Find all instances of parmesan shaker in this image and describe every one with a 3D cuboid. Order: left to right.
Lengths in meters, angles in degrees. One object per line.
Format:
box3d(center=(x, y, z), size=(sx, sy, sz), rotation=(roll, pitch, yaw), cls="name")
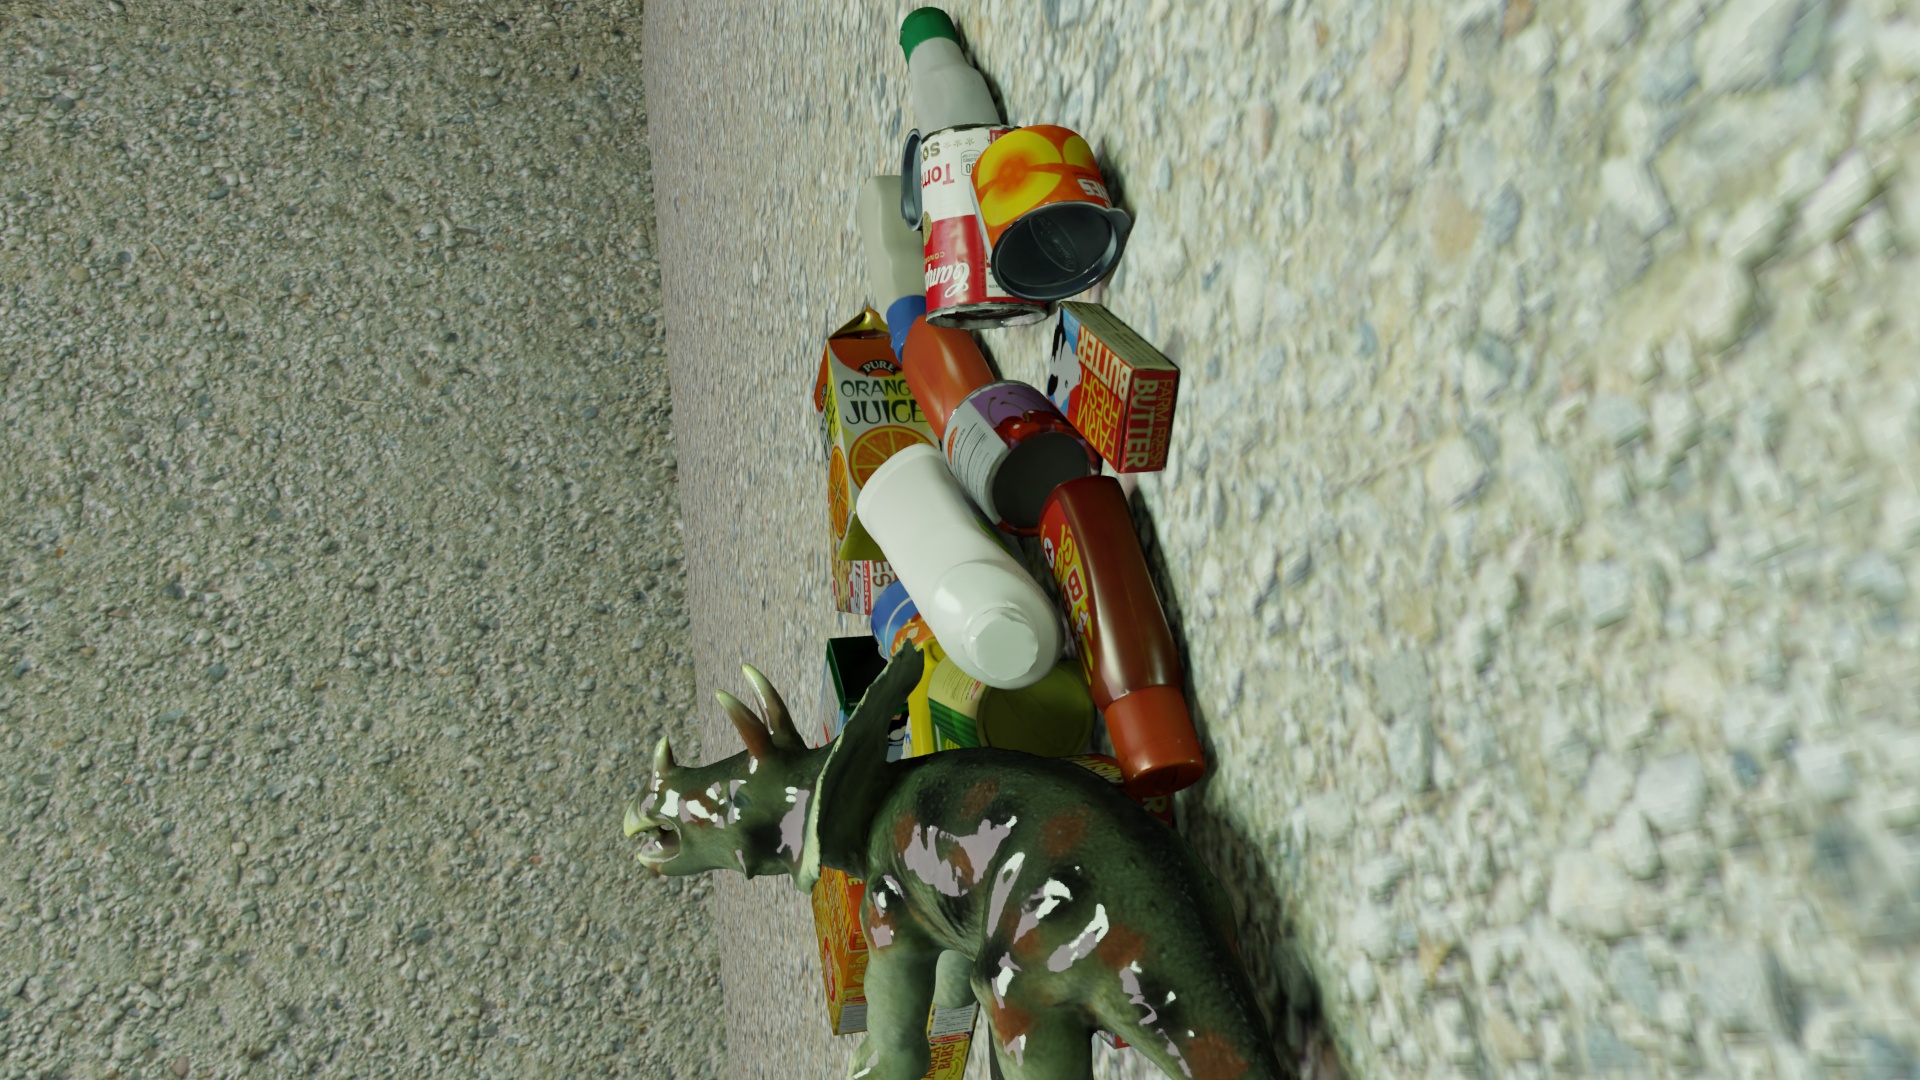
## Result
box3d(center=(0.028, 0.091, 0.780), size=(0.103, 0.071, 0.071), rotation=(180, 87, -74), cls="parmesan shaker")

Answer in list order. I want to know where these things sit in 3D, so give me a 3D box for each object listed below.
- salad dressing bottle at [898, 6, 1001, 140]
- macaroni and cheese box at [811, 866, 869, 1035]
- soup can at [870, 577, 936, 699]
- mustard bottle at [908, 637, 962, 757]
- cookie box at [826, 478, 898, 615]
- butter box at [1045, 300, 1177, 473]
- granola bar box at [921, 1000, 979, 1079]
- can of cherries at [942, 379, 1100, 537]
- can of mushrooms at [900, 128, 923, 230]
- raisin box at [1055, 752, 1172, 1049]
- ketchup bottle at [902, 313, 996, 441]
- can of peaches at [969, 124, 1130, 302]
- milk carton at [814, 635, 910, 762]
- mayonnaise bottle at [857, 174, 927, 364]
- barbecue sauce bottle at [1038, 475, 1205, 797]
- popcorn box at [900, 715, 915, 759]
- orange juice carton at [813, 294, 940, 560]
box3d(center=(-0.008, -0.279, 0.870), size=(0.064, 0.044, 0.148), rotation=(104, 157, -50), cls="salad dressing bottle")
box3d(center=(-0.084, 0.290, 1.087), size=(0.165, 0.040, 0.124), rotation=(103, 158, -44), cls="macaroni and cheese box")
box3d(center=(-0.020, 0.070, 0.923), size=(0.084, 0.071, 0.071), rotation=(-126, 36, -60), cls="soup can")
box3d(center=(0.002, 0.138, 0.883), size=(0.049, 0.065, 0.159), rotation=(-118, 23, -63), cls="mustard bottle")
box3d(center=(-0.074, -0.002, 1.146), size=(0.167, 0.040, 0.123), rotation=(174, 92, -74), cls="cookie box")
box3d(center=(0.071, -0.076, 0.671), size=(0.104, 0.024, 0.053), rotation=(-122, 34, -58), cls="butter box")
box3d(center=(-0.032, 0.313, 1.060), size=(0.166, 0.039, 0.123), rotation=(-112, 25, -49), cls="granola bar box")
box3d(center=(0.034, -0.043, 0.729), size=(0.058, 0.071, 0.071), rotation=(-129, 39, -53), cls="can of cherries")
box3d(center=(-0.017, -0.238, 0.922), size=(0.071, 0.033, 0.071), rotation=(178, 89, -73), cls="can of mushrooms")
box3d(center=(0.073, 0.172, 0.683), size=(0.086, 0.040, 0.123), rotation=(179, 87, -74), cls="raisin box")
box3d(center=(0.001, -0.087, 0.869), size=(0.149, 0.043, 0.064), rotation=(-117, 28, -53), cls="ketchup bottle")
box3d(center=(0.043, -0.162, 0.683), size=(0.071, 0.071, 0.058), rotation=(109, 153, -52), cls="can of peaches")
box3d(center=(-0.075, 0.170, 1.123), size=(0.074, 0.072, 0.189), rotation=(-113, 27, -49), cls="milk carton")
box3d(center=(-0.043, -0.193, 1.006), size=(0.064, 0.041, 0.149), rotation=(109, 151, -55), cls="mayonnaise bottle")
box3d(center=(0.075, 0.044, 0.645), size=(0.064, 0.044, 0.149), rotation=(95, 164, -55), cls="barbecue sauce bottle")
box3d(center=(-0.018, 0.195, 0.992), size=(0.085, 0.038, 0.126), rotation=(-111, 24, -46), cls="popcorn box")
box3d(center=(-0.063, -0.086, 1.035), size=(0.071, 0.073, 0.193), rotation=(114, 149, -58), cls="orange juice carton")
